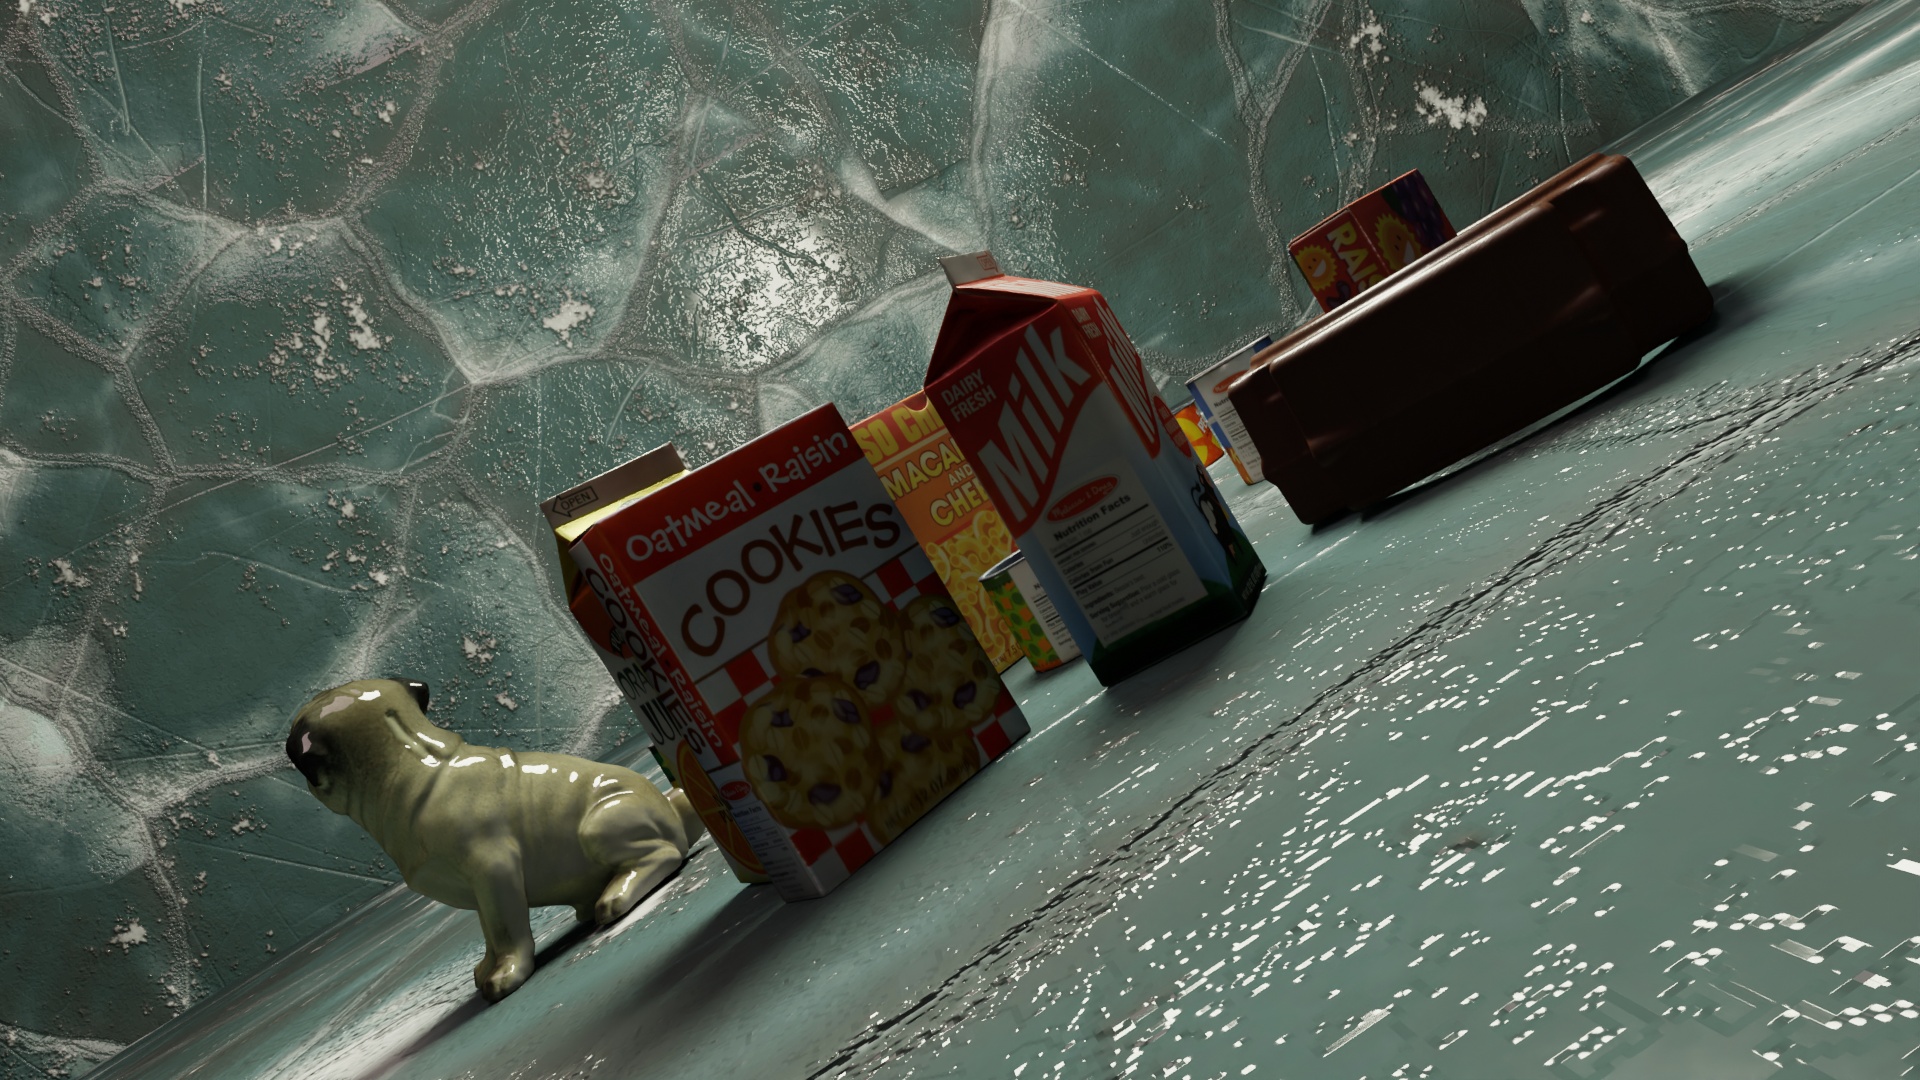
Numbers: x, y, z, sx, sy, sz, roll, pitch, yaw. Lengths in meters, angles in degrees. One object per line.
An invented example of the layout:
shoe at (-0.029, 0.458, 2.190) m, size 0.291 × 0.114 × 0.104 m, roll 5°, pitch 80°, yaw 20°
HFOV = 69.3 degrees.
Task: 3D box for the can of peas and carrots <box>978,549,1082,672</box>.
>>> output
can of peas and carrots at (0.052, 0.028, 0.730) m, size 0.071 × 0.058 × 0.071 m, roll -31°, pitch 2°, yaw 1°

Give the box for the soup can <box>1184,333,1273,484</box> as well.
soup can at (0.205, -0.091, 0.959) m, size 0.071 × 0.083 × 0.071 m, roll -31°, pitch 2°, yaw 1°

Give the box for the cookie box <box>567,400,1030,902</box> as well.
cookie box at (-0.063, 0.042, 0.571) m, size 0.123 × 0.167 × 0.040 m, roll -33°, pitch 2°, yaw -36°

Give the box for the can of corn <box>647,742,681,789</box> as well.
can of corn at (-0.187, 0.159, 1.028) m, size 0.071 × 0.058 × 0.071 m, roll -31°, pitch 2°, yaw 1°

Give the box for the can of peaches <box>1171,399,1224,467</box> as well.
can of peaches at (0.203, -0.089, 1.280) m, size 0.071 × 0.058 × 0.071 m, roll -31°, pitch 2°, yaw 1°

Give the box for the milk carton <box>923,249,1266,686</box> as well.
milk carton at (0.050, -0.042, 0.602) m, size 0.073 × 0.190 × 0.072 m, roll -31°, pitch 2°, yaw 23°

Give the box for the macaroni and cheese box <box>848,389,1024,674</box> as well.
macaroni and cheese box at (0.003, -0.010, 0.836) m, size 0.124 × 0.166 × 0.040 m, roll -33°, pitch 2°, yaw -41°

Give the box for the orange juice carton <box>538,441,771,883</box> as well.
orange juice carton at (-0.107, 0.051, 0.617) m, size 0.072 × 0.192 × 0.072 m, roll -33°, pitch 2°, yaw -34°

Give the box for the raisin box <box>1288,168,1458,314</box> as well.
raisin box at (0.217, -0.107, 0.658) m, size 0.086 × 0.123 × 0.040 m, roll -33°, pitch 3°, yaw -43°
